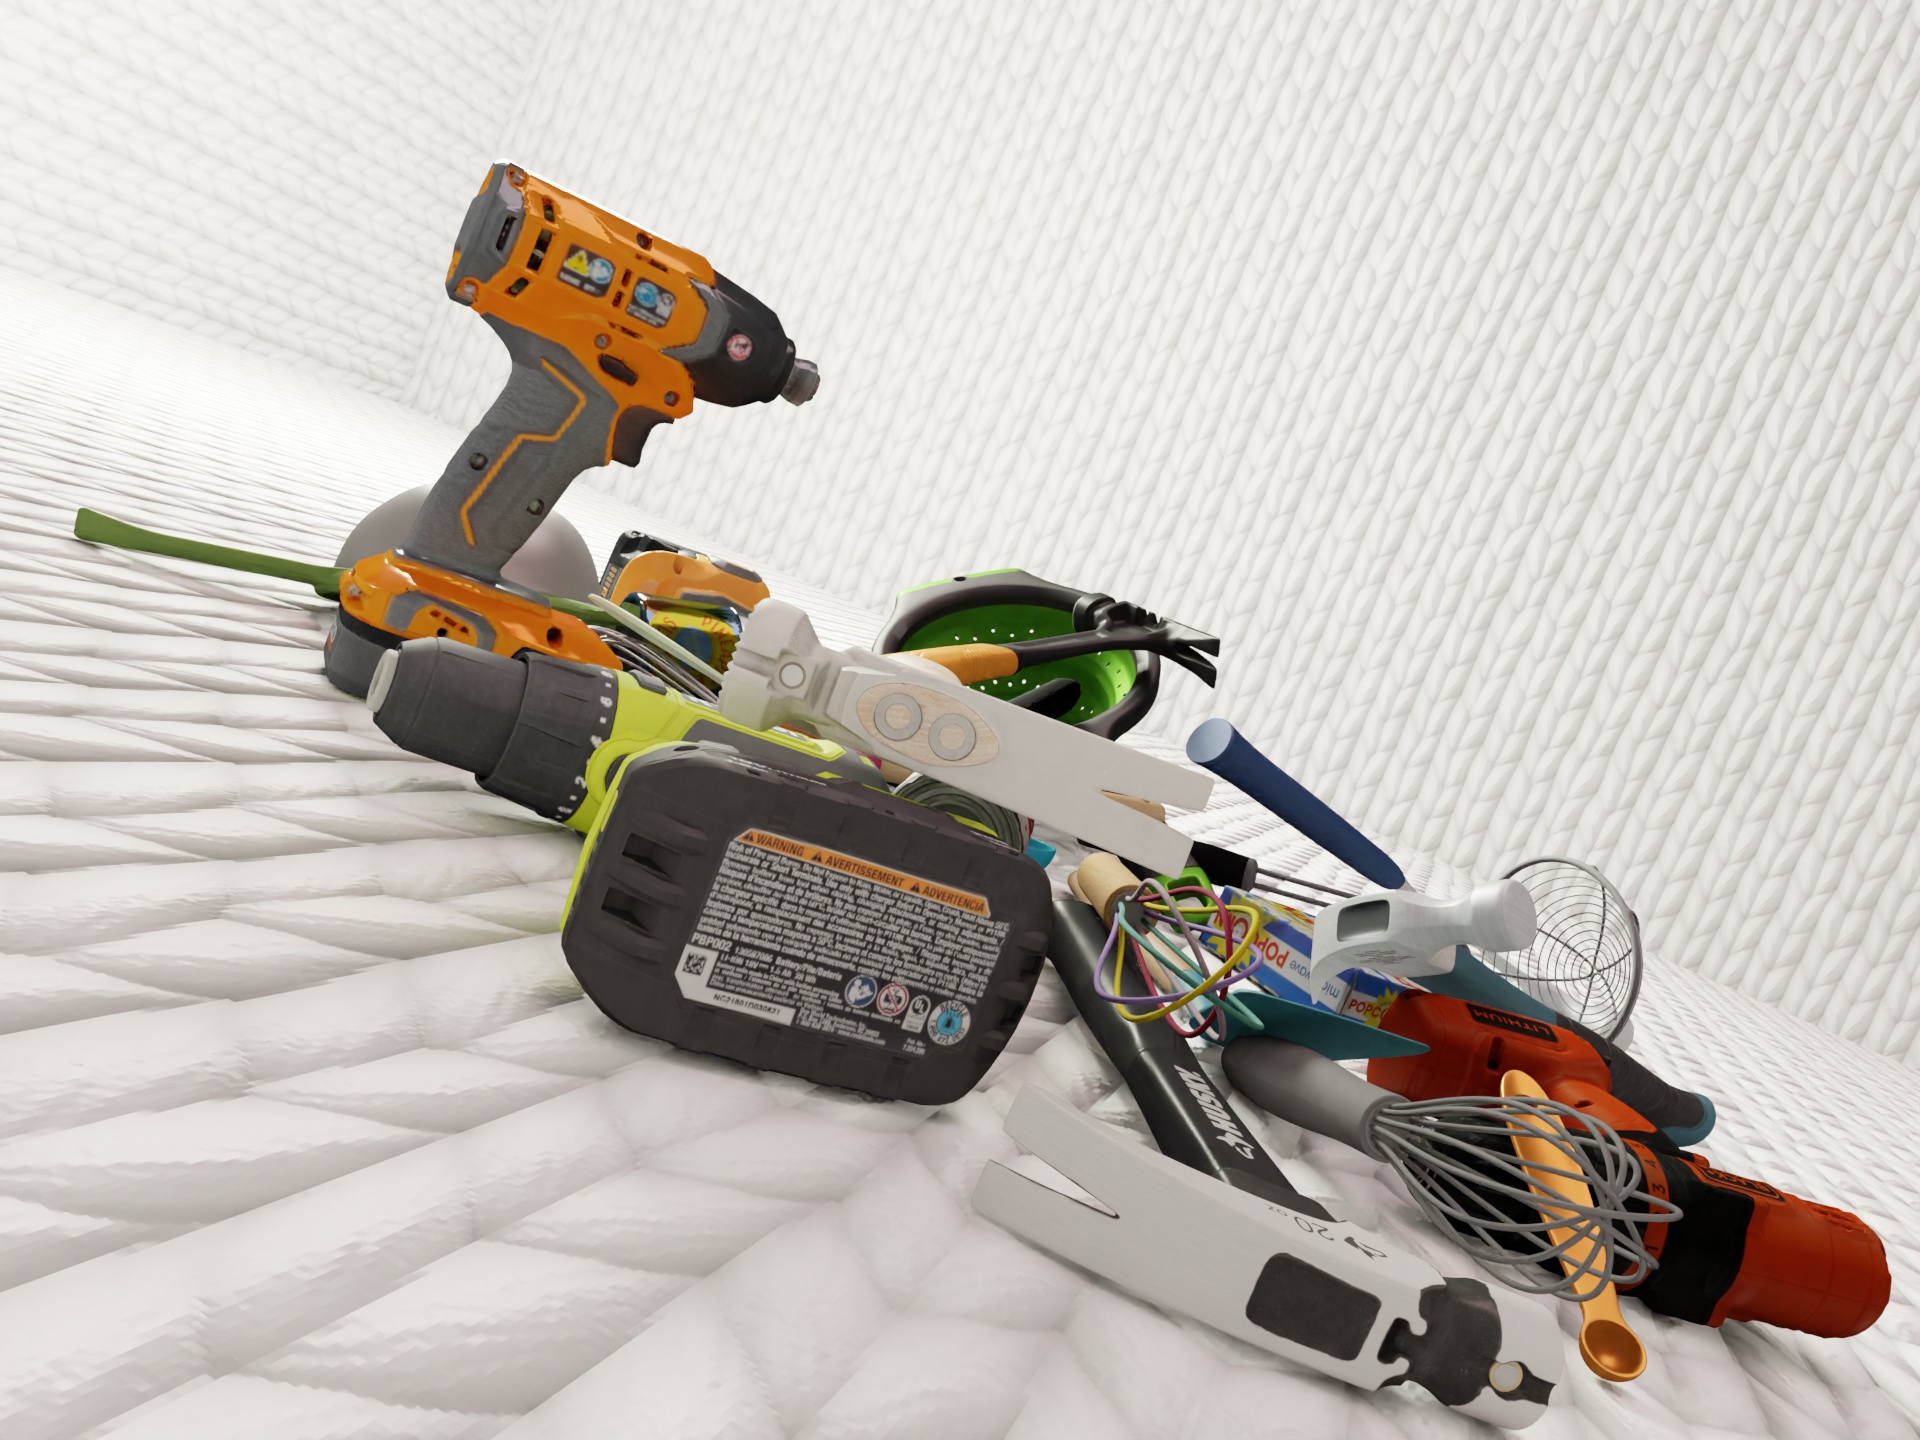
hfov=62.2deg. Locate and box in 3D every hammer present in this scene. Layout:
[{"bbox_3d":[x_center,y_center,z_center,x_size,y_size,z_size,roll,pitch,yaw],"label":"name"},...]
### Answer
[{"bbox_3d":[0.007,-0.032,0.989,0.336,0.034,0.127,-11,25,-36],"label":"hammer"},{"bbox_3d":[0.288,0.154,0.784,0.128,0.033,0.330,-14,-35,43],"label":"hammer"},{"bbox_3d":[-0.001,-0.002,0.655,0.146,0.038,0.410,21,2,-2],"label":"hammer"},{"bbox_3d":[0.061,0.114,0.538,0.146,0.035,0.335,23,5,-9],"label":"hammer"},{"bbox_3d":[0.303,0.114,1.110,0.405,0.035,0.144,35,-2,-27],"label":"hammer"}]

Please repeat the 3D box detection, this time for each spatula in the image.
[{"bbox_3d":[0.103,0.106,0.743,0.082,0.044,0.318,19,5,-15],"label":"spatula"}]

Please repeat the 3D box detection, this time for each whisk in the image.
[{"bbox_3d":[0.143,0.133,0.522,0.055,0.055,0.239,22,-6,-14],"label":"whisk"},{"bbox_3d":[-0.097,0.017,0.798,0.246,0.059,0.058,26,43,-14],"label":"whisk"},{"bbox_3d":[0.070,0.073,0.584,0.051,0.047,0.245,23,2,-3],"label":"whisk"}]

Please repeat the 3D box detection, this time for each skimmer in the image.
[{"bbox_3d":[0.233,0.113,0.994,0.363,0.127,0.090,15,3,24],"label":"skimmer"}]

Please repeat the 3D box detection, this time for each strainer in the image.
[{"bbox_3d":[-0.295,-0.094,0.796,0.256,0.069,0.151,11,-4,-33],"label":"strainer"}]

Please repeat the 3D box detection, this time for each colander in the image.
[{"bbox_3d":[0.067,0.035,1.078,0.204,0.094,0.398,-13,38,-16],"label":"colander"}]

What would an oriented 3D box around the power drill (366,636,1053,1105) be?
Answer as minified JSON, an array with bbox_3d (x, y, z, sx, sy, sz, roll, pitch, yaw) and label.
[{"bbox_3d":[-0.088,0.032,0.517,0.190,0.080,0.229,20,3,-27],"label":"power drill"}]

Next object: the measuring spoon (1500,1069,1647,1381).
[{"bbox_3d":[0.192,0.159,0.508,0.021,0.011,0.117,9,35,-5],"label":"measuring spoon"}]

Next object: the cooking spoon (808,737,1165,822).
[{"bbox_3d":[-0.023,0.030,0.894,0.318,0.017,0.069,10,6,-23],"label":"cooking spoon"}]

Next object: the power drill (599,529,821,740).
[{"bbox_3d":[-0.167,-0.054,1.042,0.185,0.084,0.226,16,13,-41],"label":"power drill"}]

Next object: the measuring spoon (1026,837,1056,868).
[{"bbox_3d":[-0.011,0.063,0.879,0.128,0.021,0.042,15,4,14],"label":"measuring spoon"}]

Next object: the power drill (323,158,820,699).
[{"bbox_3d":[-0.167,-0.103,0.695,0.164,0.226,0.084,20,6,-25],"label":"power drill"}]

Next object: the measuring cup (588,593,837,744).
[{"bbox_3d":[-0.114,-0.036,0.812,0.167,0.038,0.083,33,-10,-36],"label":"measuring cup"}]
